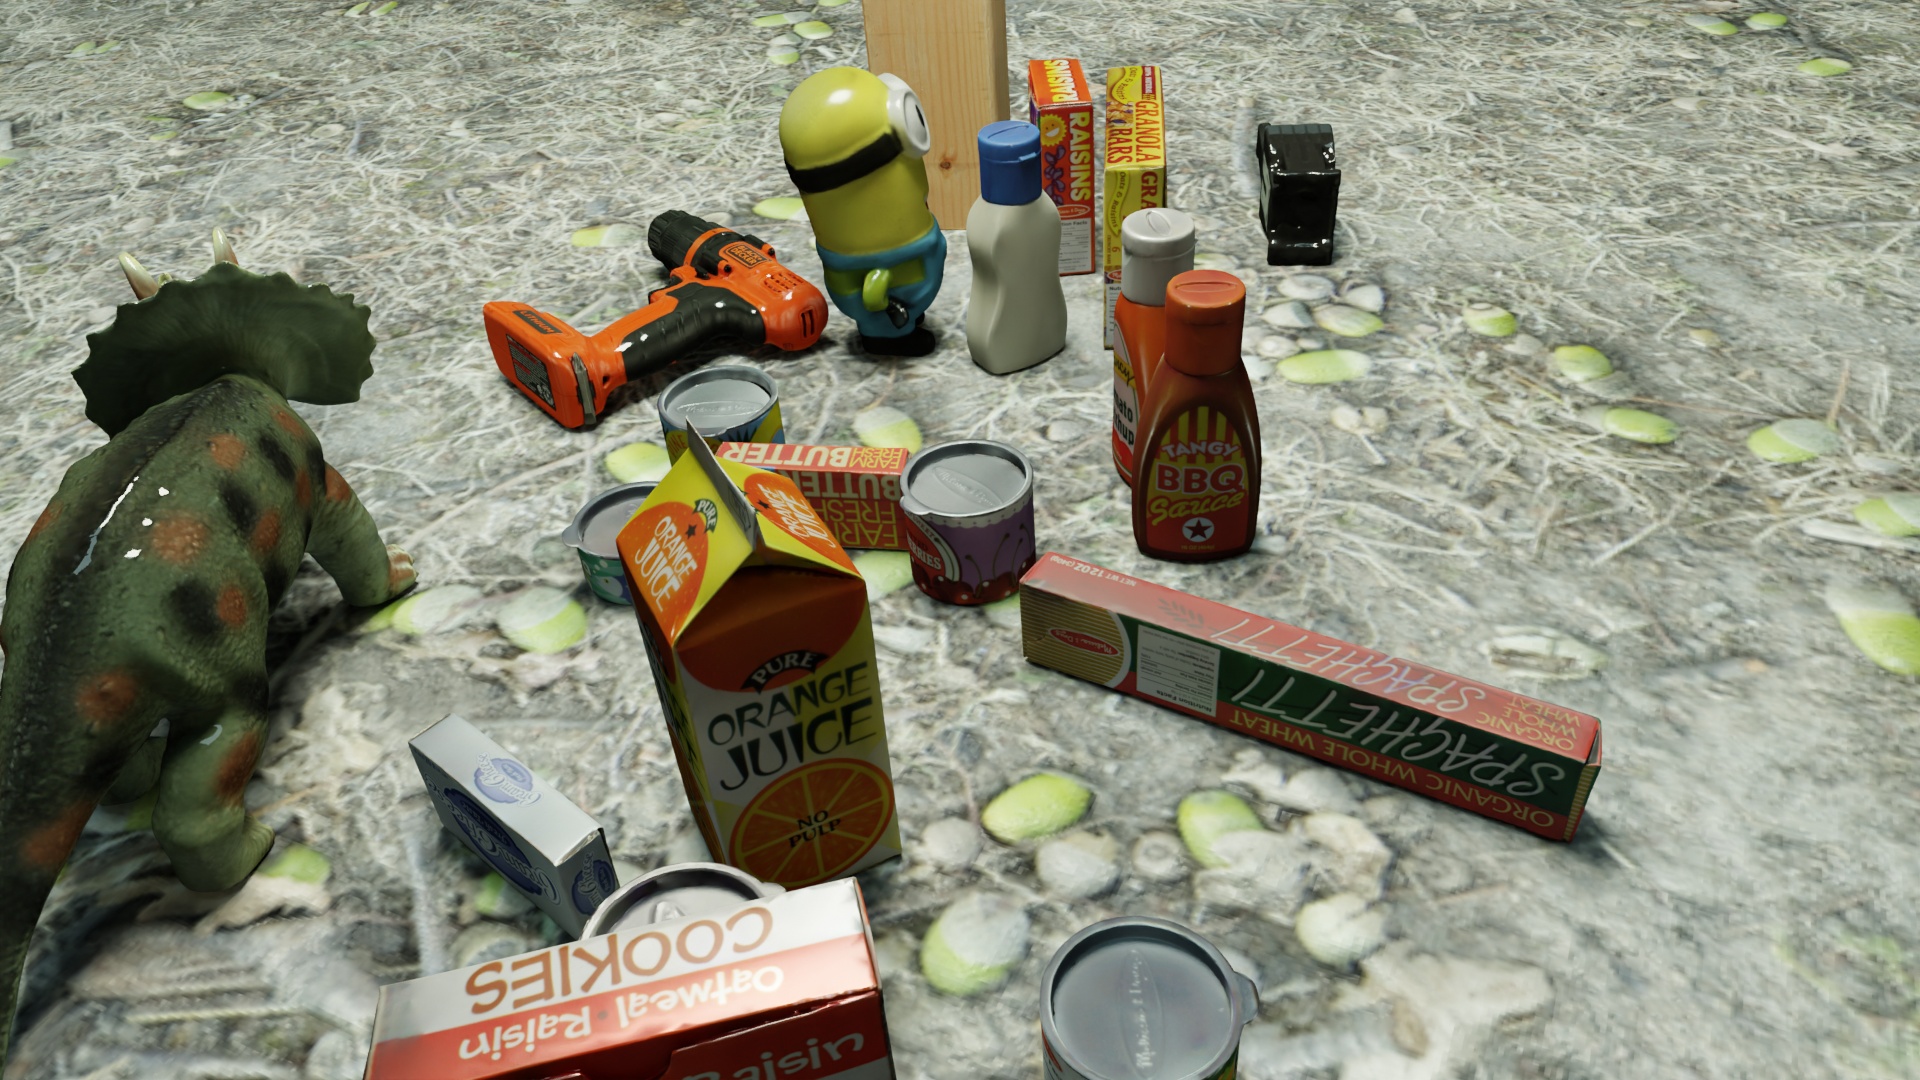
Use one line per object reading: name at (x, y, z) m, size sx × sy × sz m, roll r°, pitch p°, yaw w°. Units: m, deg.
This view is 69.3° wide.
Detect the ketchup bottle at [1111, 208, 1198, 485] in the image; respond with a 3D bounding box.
ketchup bottle at (0.103, -0.100, 0.734) m, size 0.043 × 0.148 × 0.065 m, roll -10°, pitch 38°, yaw -6°

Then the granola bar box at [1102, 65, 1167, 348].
granola bar box at (0.113, -0.220, 0.904) m, size 0.039 × 0.123 × 0.166 m, roll 0°, pitch 38°, yaw 6°

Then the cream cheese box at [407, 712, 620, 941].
cream cheese box at (-0.179, 0.116, 0.563) m, size 0.104 × 0.053 × 0.024 m, roll 26°, pitch 47°, yaw 33°

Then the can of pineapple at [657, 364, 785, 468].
can of pineapple at (-0.131, -0.055, 0.772) m, size 0.071 × 0.057 × 0.071 m, roll -3°, pitch 38°, yaw 2°

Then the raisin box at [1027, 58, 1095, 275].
raisin box at (0.069, -0.257, 0.957) m, size 0.040 × 0.122 × 0.086 m, roll -4°, pitch 38°, yaw 1°

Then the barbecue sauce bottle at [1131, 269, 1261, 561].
barbecue sauce bottle at (0.117, -0.059, 0.680) m, size 0.065 × 0.147 × 0.044 m, roll 0°, pitch 38°, yaw 5°

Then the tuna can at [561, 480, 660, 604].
tuna can at (-0.169, 0.002, 0.724) m, size 0.071 × 0.032 × 0.071 m, roll -3°, pitch 38°, yaw 2°

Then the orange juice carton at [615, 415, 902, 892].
orange juice carton at (-0.076, 0.048, 0.528) m, size 0.073 × 0.191 × 0.072 m, roll -20°, pitch 41°, yaw -18°

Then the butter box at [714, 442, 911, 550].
butter box at (-0.075, -0.023, 0.730) m, size 0.103 × 0.052 × 0.024 m, roll 2°, pitch 39°, yaw 8°

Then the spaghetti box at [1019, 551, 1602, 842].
spaghetti box at (0.142, 0.064, 0.602) m, size 0.250 × 0.050 × 0.029 m, roll 17°, pitch 43°, yaw 25°

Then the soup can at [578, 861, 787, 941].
soup can at (-0.086, 0.161, 0.473) m, size 0.071 × 0.083 × 0.072 m, roll -3°, pitch 38°, yaw 2°

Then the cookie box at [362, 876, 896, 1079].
cookie box at (-0.077, 0.174, 0.388) m, size 0.123 × 0.166 × 0.040 m, roll -12°, pitch 39°, yaw -9°

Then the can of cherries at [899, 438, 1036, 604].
can of cherries at (0.002, -0.009, 0.700) m, size 0.071 × 0.058 × 0.072 m, roll -3°, pitch 38°, yaw 2°

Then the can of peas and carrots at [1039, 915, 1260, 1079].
can of peas and carrots at (0.063, 0.170, 0.467) m, size 0.071 × 0.058 × 0.071 m, roll -3°, pitch 38°, yaw 2°

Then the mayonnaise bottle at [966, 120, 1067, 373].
mayonnaise bottle at (0.032, -0.176, 0.837) m, size 0.065 × 0.147 × 0.041 m, roll -24°, pitch 42°, yaw -24°
